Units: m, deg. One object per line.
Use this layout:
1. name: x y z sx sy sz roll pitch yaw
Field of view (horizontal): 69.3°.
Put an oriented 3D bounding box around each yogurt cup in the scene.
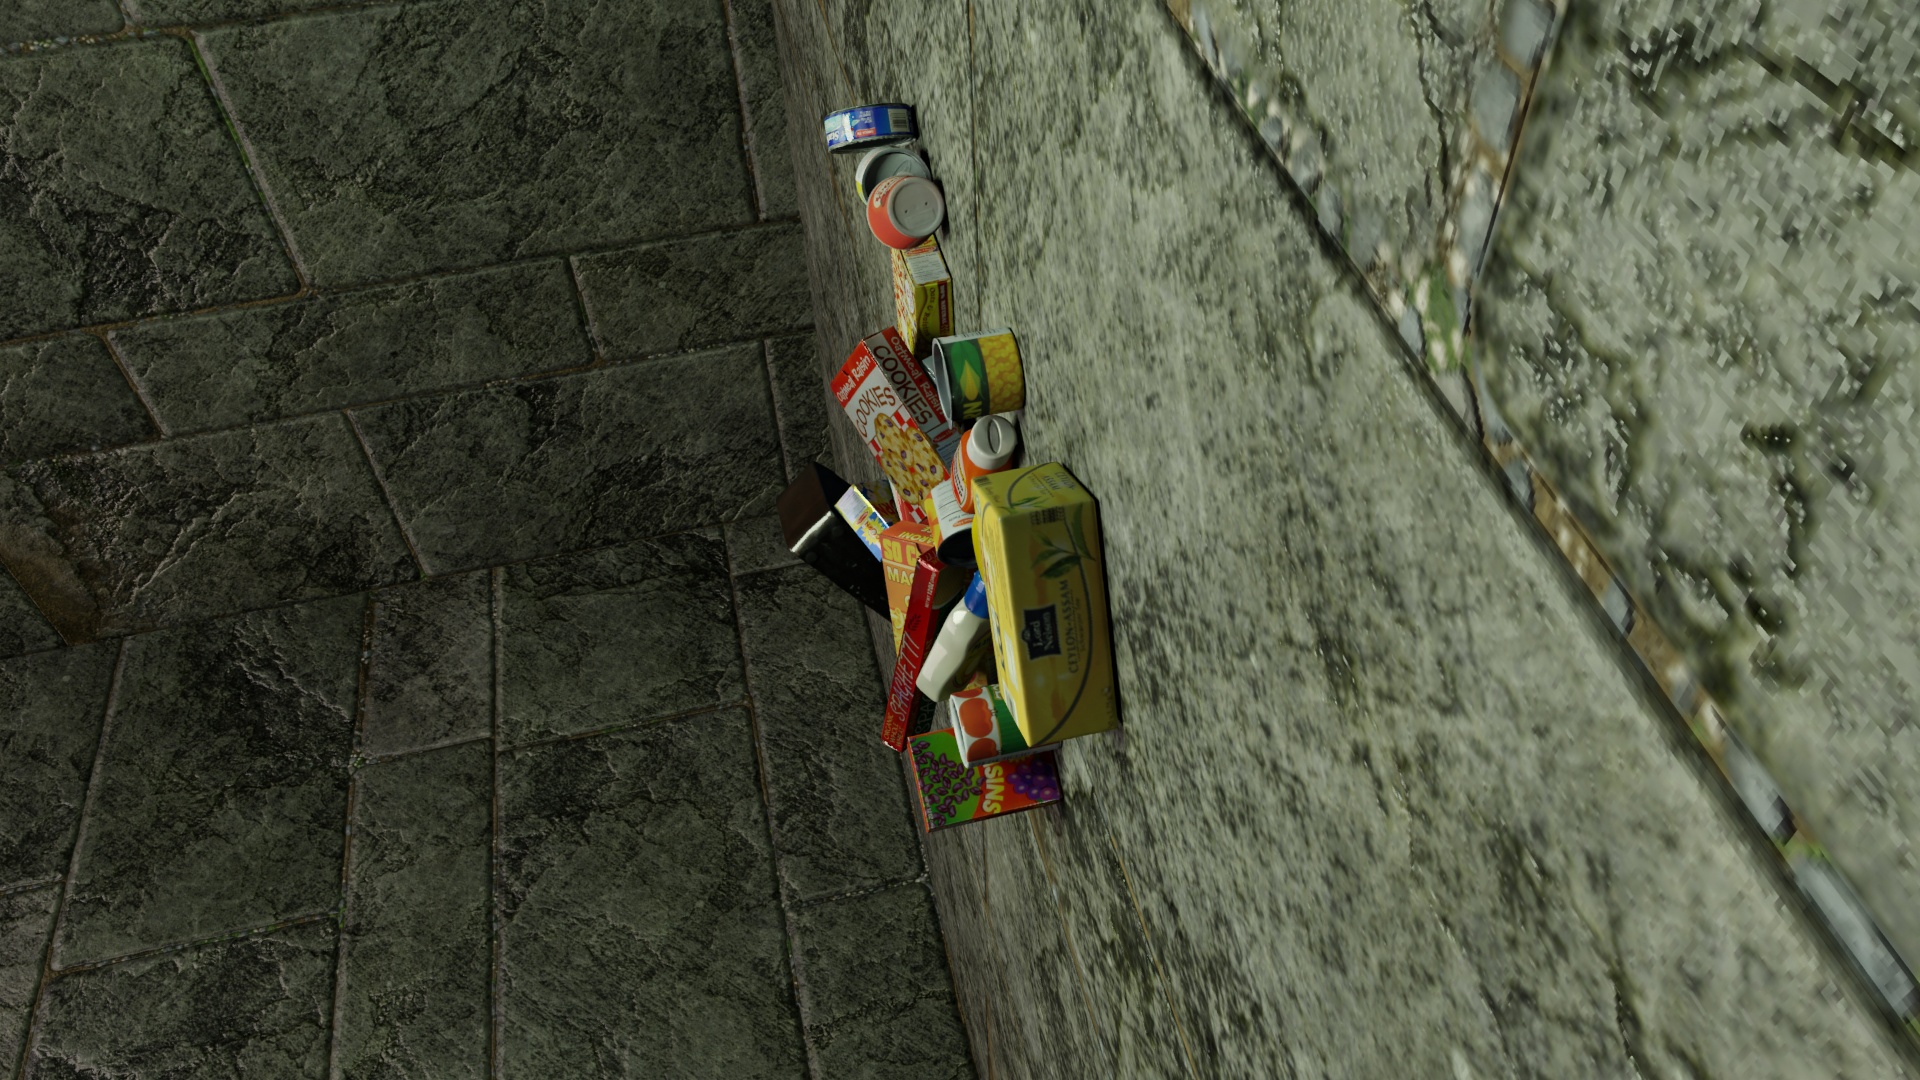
1. yogurt cup: -0.047 -0.300 1.261 0.054 0.072 0.072 -158 57 -71

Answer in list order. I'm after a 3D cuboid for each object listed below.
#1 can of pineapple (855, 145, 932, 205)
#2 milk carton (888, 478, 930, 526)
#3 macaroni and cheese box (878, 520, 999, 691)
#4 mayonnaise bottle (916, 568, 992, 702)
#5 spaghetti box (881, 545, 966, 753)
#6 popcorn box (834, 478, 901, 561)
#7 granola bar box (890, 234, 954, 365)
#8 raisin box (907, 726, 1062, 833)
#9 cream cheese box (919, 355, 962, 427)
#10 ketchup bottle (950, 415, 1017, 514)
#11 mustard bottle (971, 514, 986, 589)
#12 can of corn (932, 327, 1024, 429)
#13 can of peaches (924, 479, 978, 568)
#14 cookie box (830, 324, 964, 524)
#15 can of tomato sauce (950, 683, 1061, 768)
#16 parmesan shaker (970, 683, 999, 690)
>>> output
1. can of pineapple: -0.063 -0.338 1.315 0.058 0.071 0.070 -119 20 -69
2. milk carton: -0.037 -0.067 1.486 0.191 0.072 0.073 -108 9 -46
3. macaroni and cheese box: -0.015 0.071 1.389 0.124 0.040 0.165 12 120 38
4. mayonnaise bottle: 0.007 0.086 1.301 0.041 0.065 0.147 41 130 18
5. spaghetti box: -0.036 0.107 1.361 0.029 0.050 0.248 32 131 24
6. popcorn box: -0.069 -0.026 1.536 0.085 0.038 0.127 50 -152 16
7. granola bar box: -0.038 -0.226 1.385 0.164 0.039 0.125 87 169 -47
8. raisin box: 0.021 0.206 1.244 0.040 0.123 0.086 101 157 -71
9. cream cheese box: -0.021 -0.129 1.339 0.053 0.024 0.103 51 154 18
10. ketchup bottle: 0.020 -0.067 1.166 0.148 0.043 0.065 116 147 -77
11. mustard bottle: 0.048 0.041 1.092 0.065 0.049 0.161 87 169 -47
12. can of corn: 0.014 -0.125 1.069 0.071 0.058 0.071 172 88 -82
13. can of peaches: 0.005 -0.016 1.268 0.071 0.071 0.058 91 166 -57
14. cookie box: -0.054 -0.109 1.340 0.167 0.040 0.122 57 155 2
15. can of tomato sauce: 0.038 0.153 1.196 0.071 0.083 0.071 171 88 -82
16. parmesan shaker: 0.040 0.193 1.324 0.071 0.071 0.103 -156 54 -81
